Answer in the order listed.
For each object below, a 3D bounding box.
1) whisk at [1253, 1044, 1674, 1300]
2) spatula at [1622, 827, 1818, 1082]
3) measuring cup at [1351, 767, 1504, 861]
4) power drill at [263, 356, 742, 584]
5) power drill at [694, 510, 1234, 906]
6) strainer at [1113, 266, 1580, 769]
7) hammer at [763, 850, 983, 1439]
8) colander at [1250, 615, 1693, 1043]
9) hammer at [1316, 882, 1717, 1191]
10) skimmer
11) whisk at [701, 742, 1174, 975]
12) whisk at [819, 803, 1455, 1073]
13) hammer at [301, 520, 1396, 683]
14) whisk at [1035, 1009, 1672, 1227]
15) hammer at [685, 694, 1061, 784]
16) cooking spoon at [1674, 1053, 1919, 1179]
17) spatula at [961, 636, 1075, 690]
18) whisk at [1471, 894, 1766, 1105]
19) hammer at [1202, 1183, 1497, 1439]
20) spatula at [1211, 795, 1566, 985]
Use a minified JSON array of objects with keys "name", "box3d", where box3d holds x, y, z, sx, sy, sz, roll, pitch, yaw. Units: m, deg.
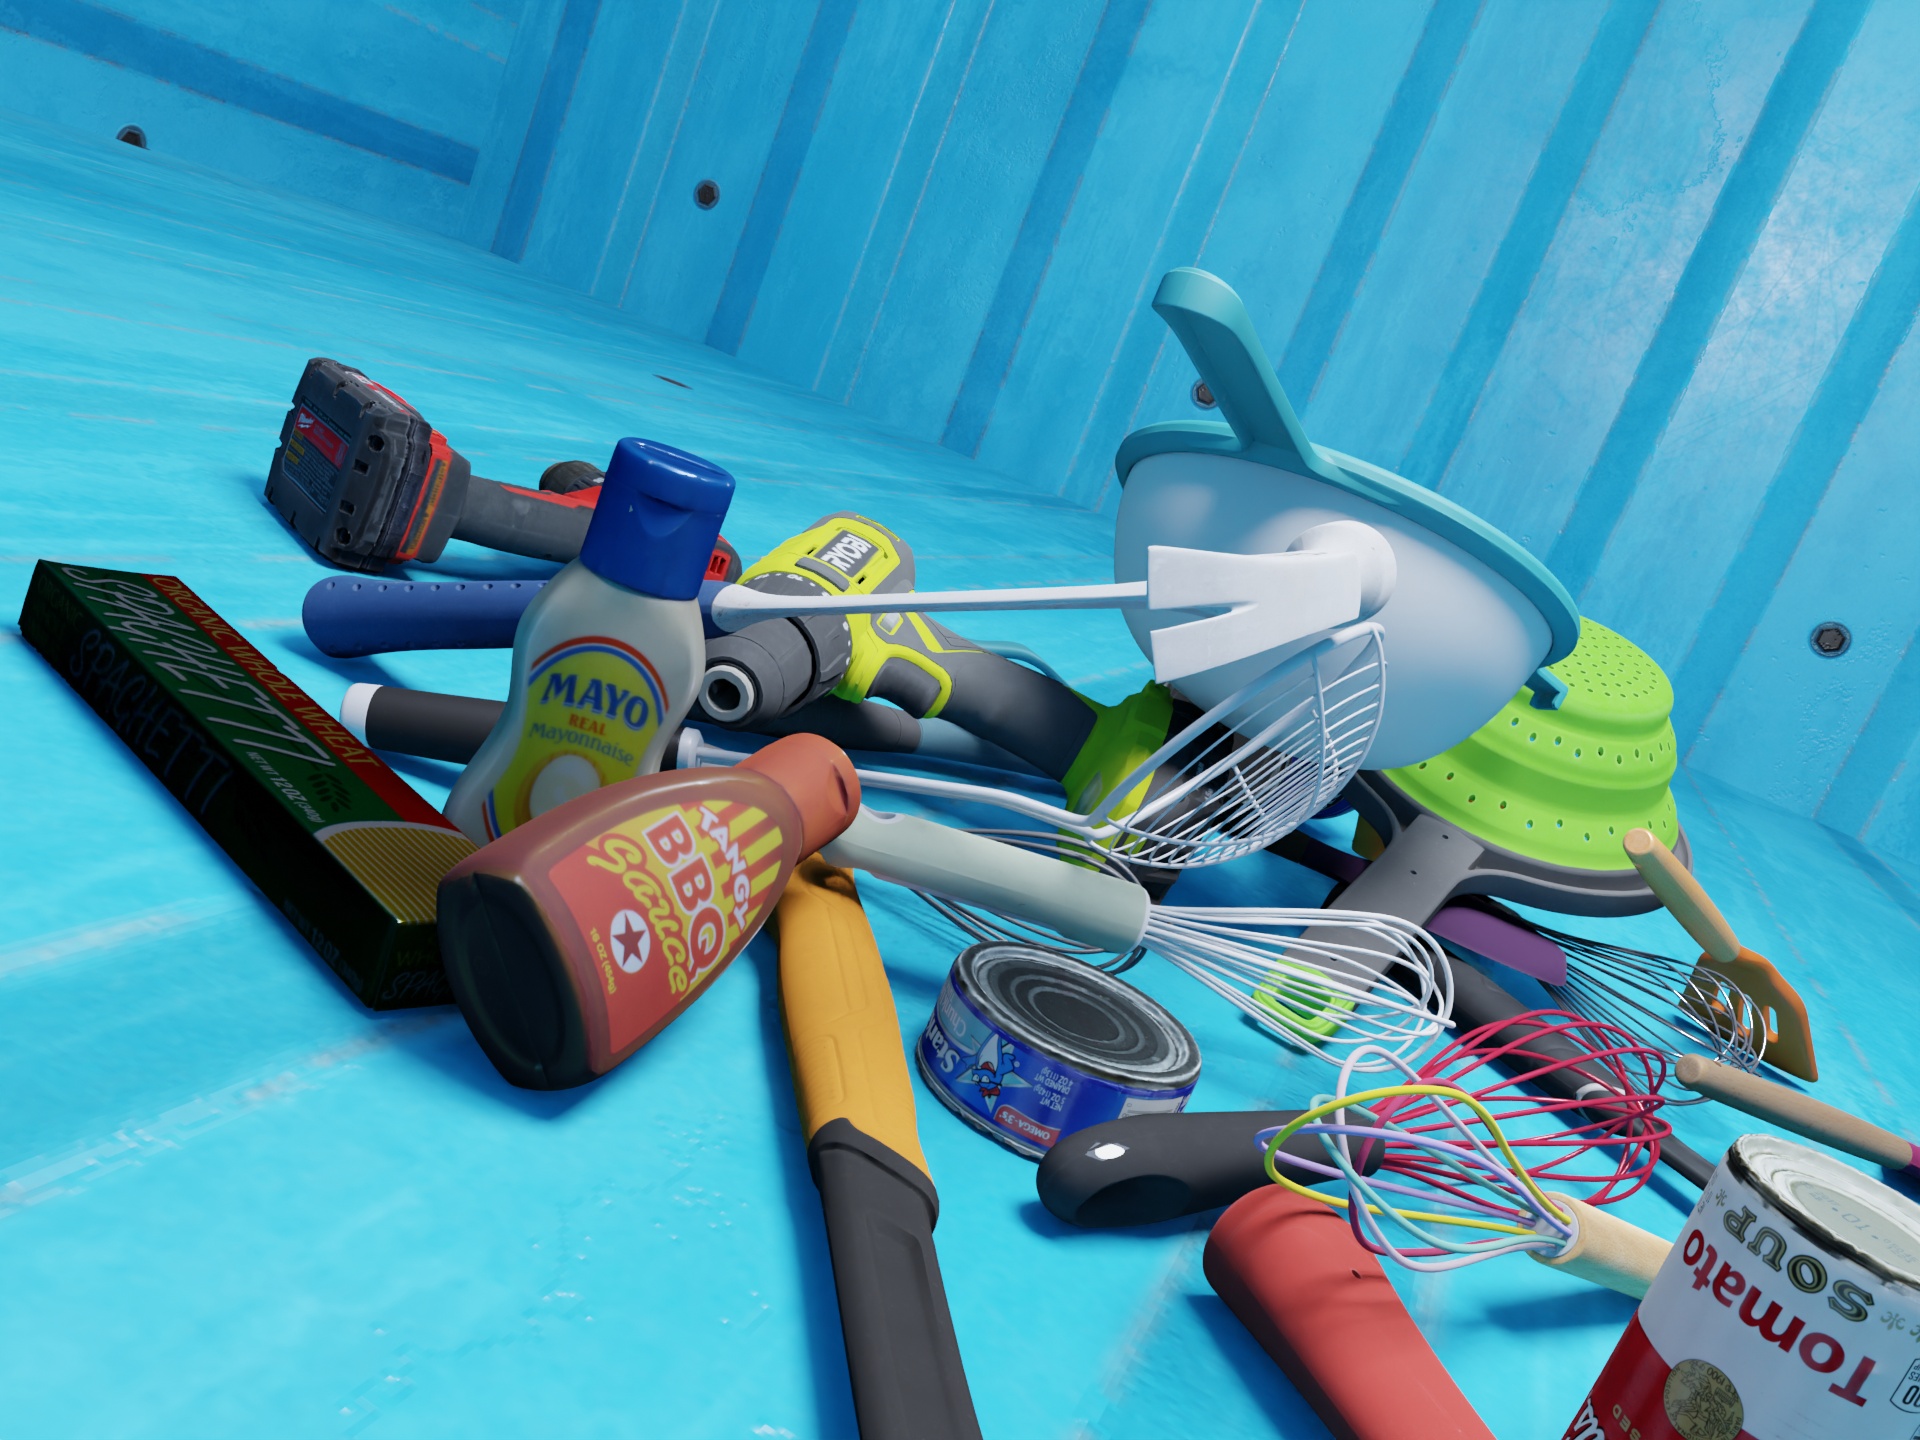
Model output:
[{"name":"whisk","box3d":[0.163,0.140,0.452,0.244,0.047,0.051,30,5,-41]},{"name":"spatula","box3d":[0.363,0.113,0.775,0.081,0.041,0.322,32,0,41]},{"name":"measuring cup","box3d":[0.238,0.054,0.851,0.095,0.052,0.173,15,9,40]},{"name":"power drill","box3d":[-0.248,-0.121,0.865,0.226,0.080,0.188,13,16,-44]},{"name":"power drill","box3d":[-0.001,-0.002,0.697,0.228,0.080,0.191,29,23,1]},{"name":"strainer","box3d":[0.121,-0.054,0.631,0.211,0.095,0.340,23,-6,28]},{"name":"hammer","box3d":[-0.018,0.107,0.411,0.127,0.034,0.337,17,14,-16]},{"name":"colander","box3d":[0.248,0.028,0.759,0.205,0.094,0.397,31,35,23]},{"name":"hammer","box3d":[0.286,0.169,0.649,0.149,0.036,0.409,15,15,-33]},{"name":"skimmer","box3d":[-0.032,-0.008,0.569,0.363,0.090,0.127,7,-17,0]},{"name":"whisk","box3d":[-0.033,0.045,0.613,0.239,0.055,0.055,19,13,7]},{"name":"whisk","box3d":[0.066,0.073,0.554,0.246,0.059,0.058,18,5,-14]},{"name":"hammer","box3d":[-0.072,-0.039,0.540,0.405,0.035,0.144,1,9,27]},{"name":"whisk","box3d":[0.140,0.133,0.513,0.295,0.073,0.073,5,21,-37]},{"name":"hammer","box3d":[-0.037,0.004,0.790,0.330,0.033,0.128,11,18,-38]},{"name":"cooking spoon","box3d":[0.415,0.193,0.725,0.318,0.017,0.069,23,11,-33]},{"name":"spatula","box3d":[-0.033,-0.042,1.006,0.317,0.044,0.082,12,16,-20]},{"name":"whisk","box3d":[0.302,0.119,0.833,0.070,0.070,0.285,16,10,-25]},{"name":"hammer","box3d":[0.136,0.204,0.271,0.149,0.036,0.359,15,16,-28]},{"name":"spatula","box3d":[0.146,0.052,0.783,0.316,0.018,0.060,24,25,10]}]
